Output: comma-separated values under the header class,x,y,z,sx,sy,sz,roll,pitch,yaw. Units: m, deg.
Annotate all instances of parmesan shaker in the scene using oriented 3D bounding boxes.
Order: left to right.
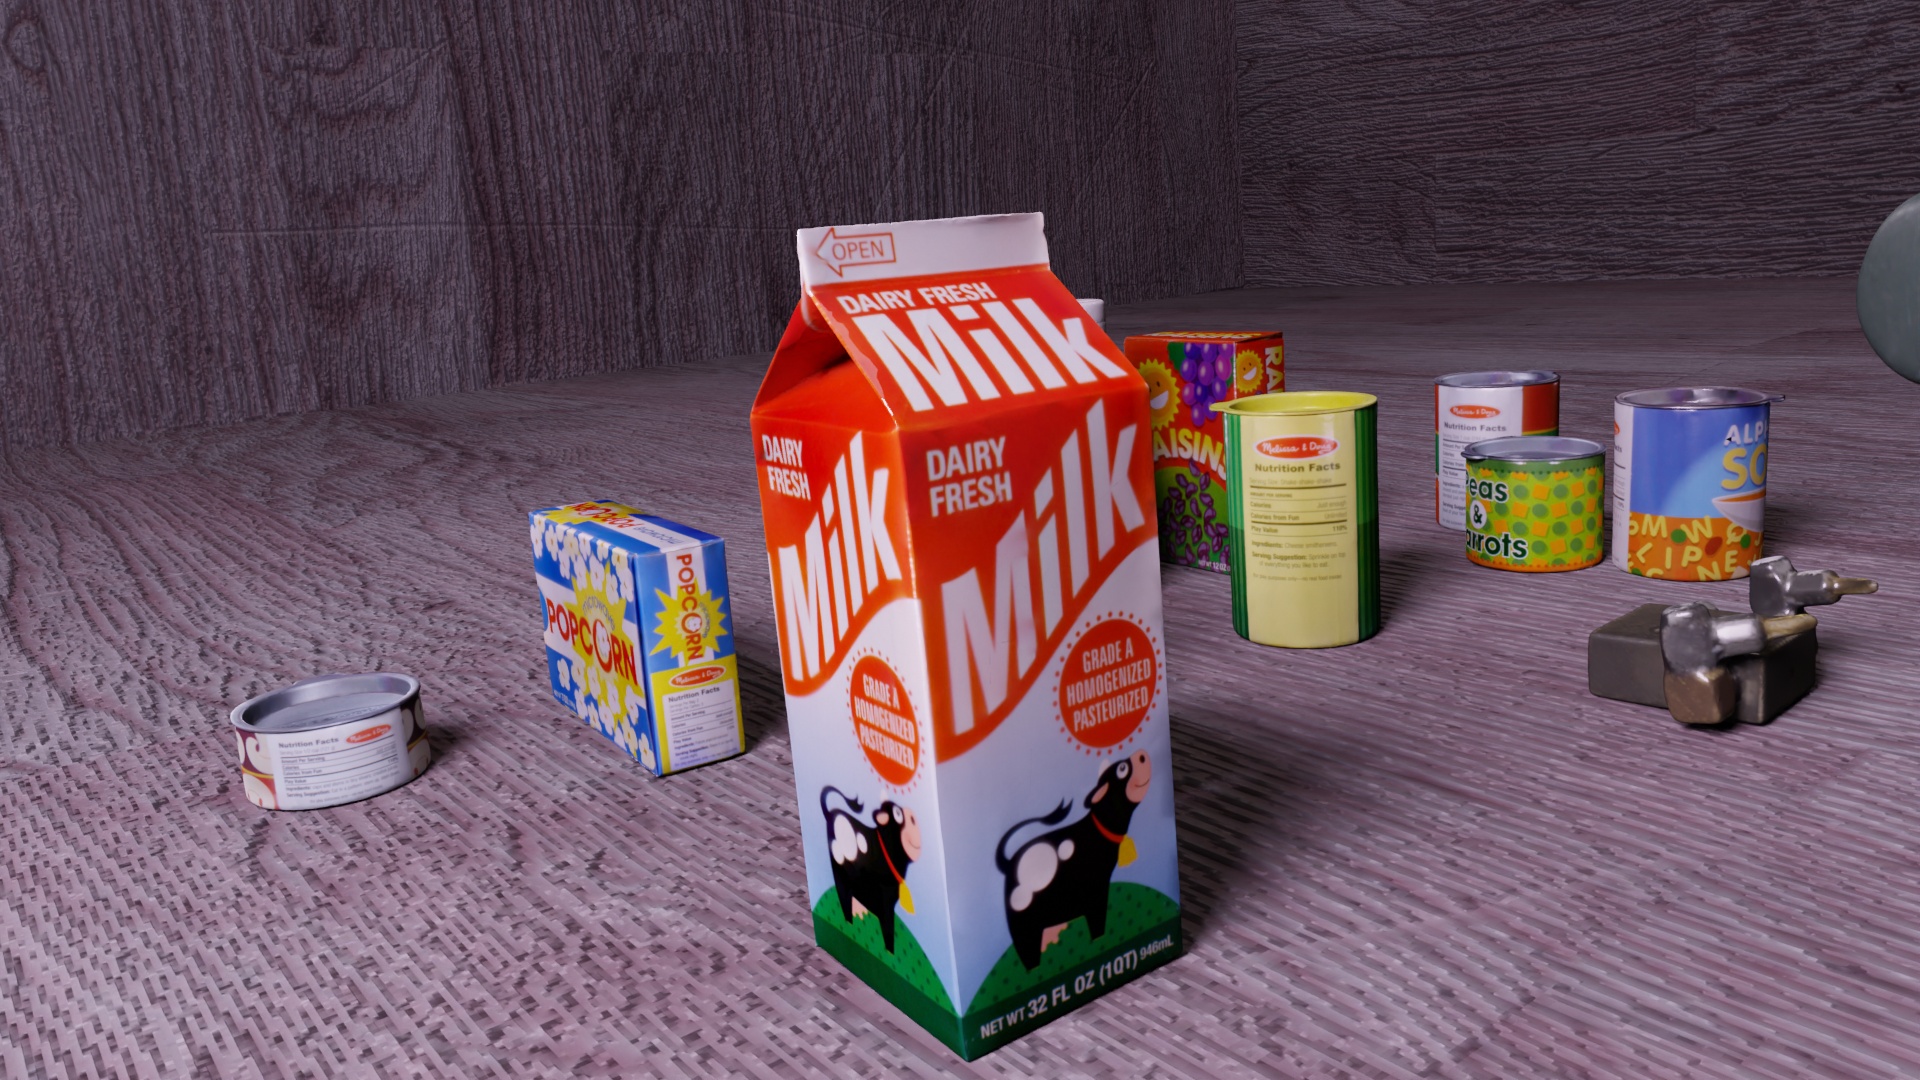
class,x,y,z,sx,sy,sz,roll,pitch,yaw
parmesan shaker,0.148,-0.011,0.614,0.071,0.102,0.071,-4,12,1

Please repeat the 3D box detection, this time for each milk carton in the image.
class,x,y,z,sx,sy,sz,roll,pitch,yaw
milk carton,0.001,0.017,0.346,0.072,0.190,0.073,-13,15,-33

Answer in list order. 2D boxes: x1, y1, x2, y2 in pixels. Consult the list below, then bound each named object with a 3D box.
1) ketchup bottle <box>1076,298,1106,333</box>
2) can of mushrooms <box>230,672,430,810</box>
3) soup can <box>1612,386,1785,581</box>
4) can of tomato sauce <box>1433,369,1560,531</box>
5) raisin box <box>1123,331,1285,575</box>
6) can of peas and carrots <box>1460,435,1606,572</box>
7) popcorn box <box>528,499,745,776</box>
class,x,y,z,sx,sy,sz,roll,pitch,yaw
ketchup bottle,0.057,-0.044,0.690,0.065,0.148,0.043,-3,12,5
can of mushrooms,-0.239,0.075,0.531,0.071,0.033,0.071,-4,13,1
soup can,0.351,-0.028,0.663,0.071,0.083,0.071,-4,12,1
can of tomato sauce,0.304,-0.051,0.785,0.071,0.083,0.071,-4,12,1
raisin box,0.132,-0.049,0.744,0.040,0.123,0.086,-13,15,-33
can of peas and carrots,0.288,-0.019,0.702,0.071,0.058,0.071,-4,12,1
popcorn box,-0.132,0.034,0.556,0.038,0.085,0.127,-12,15,-32
